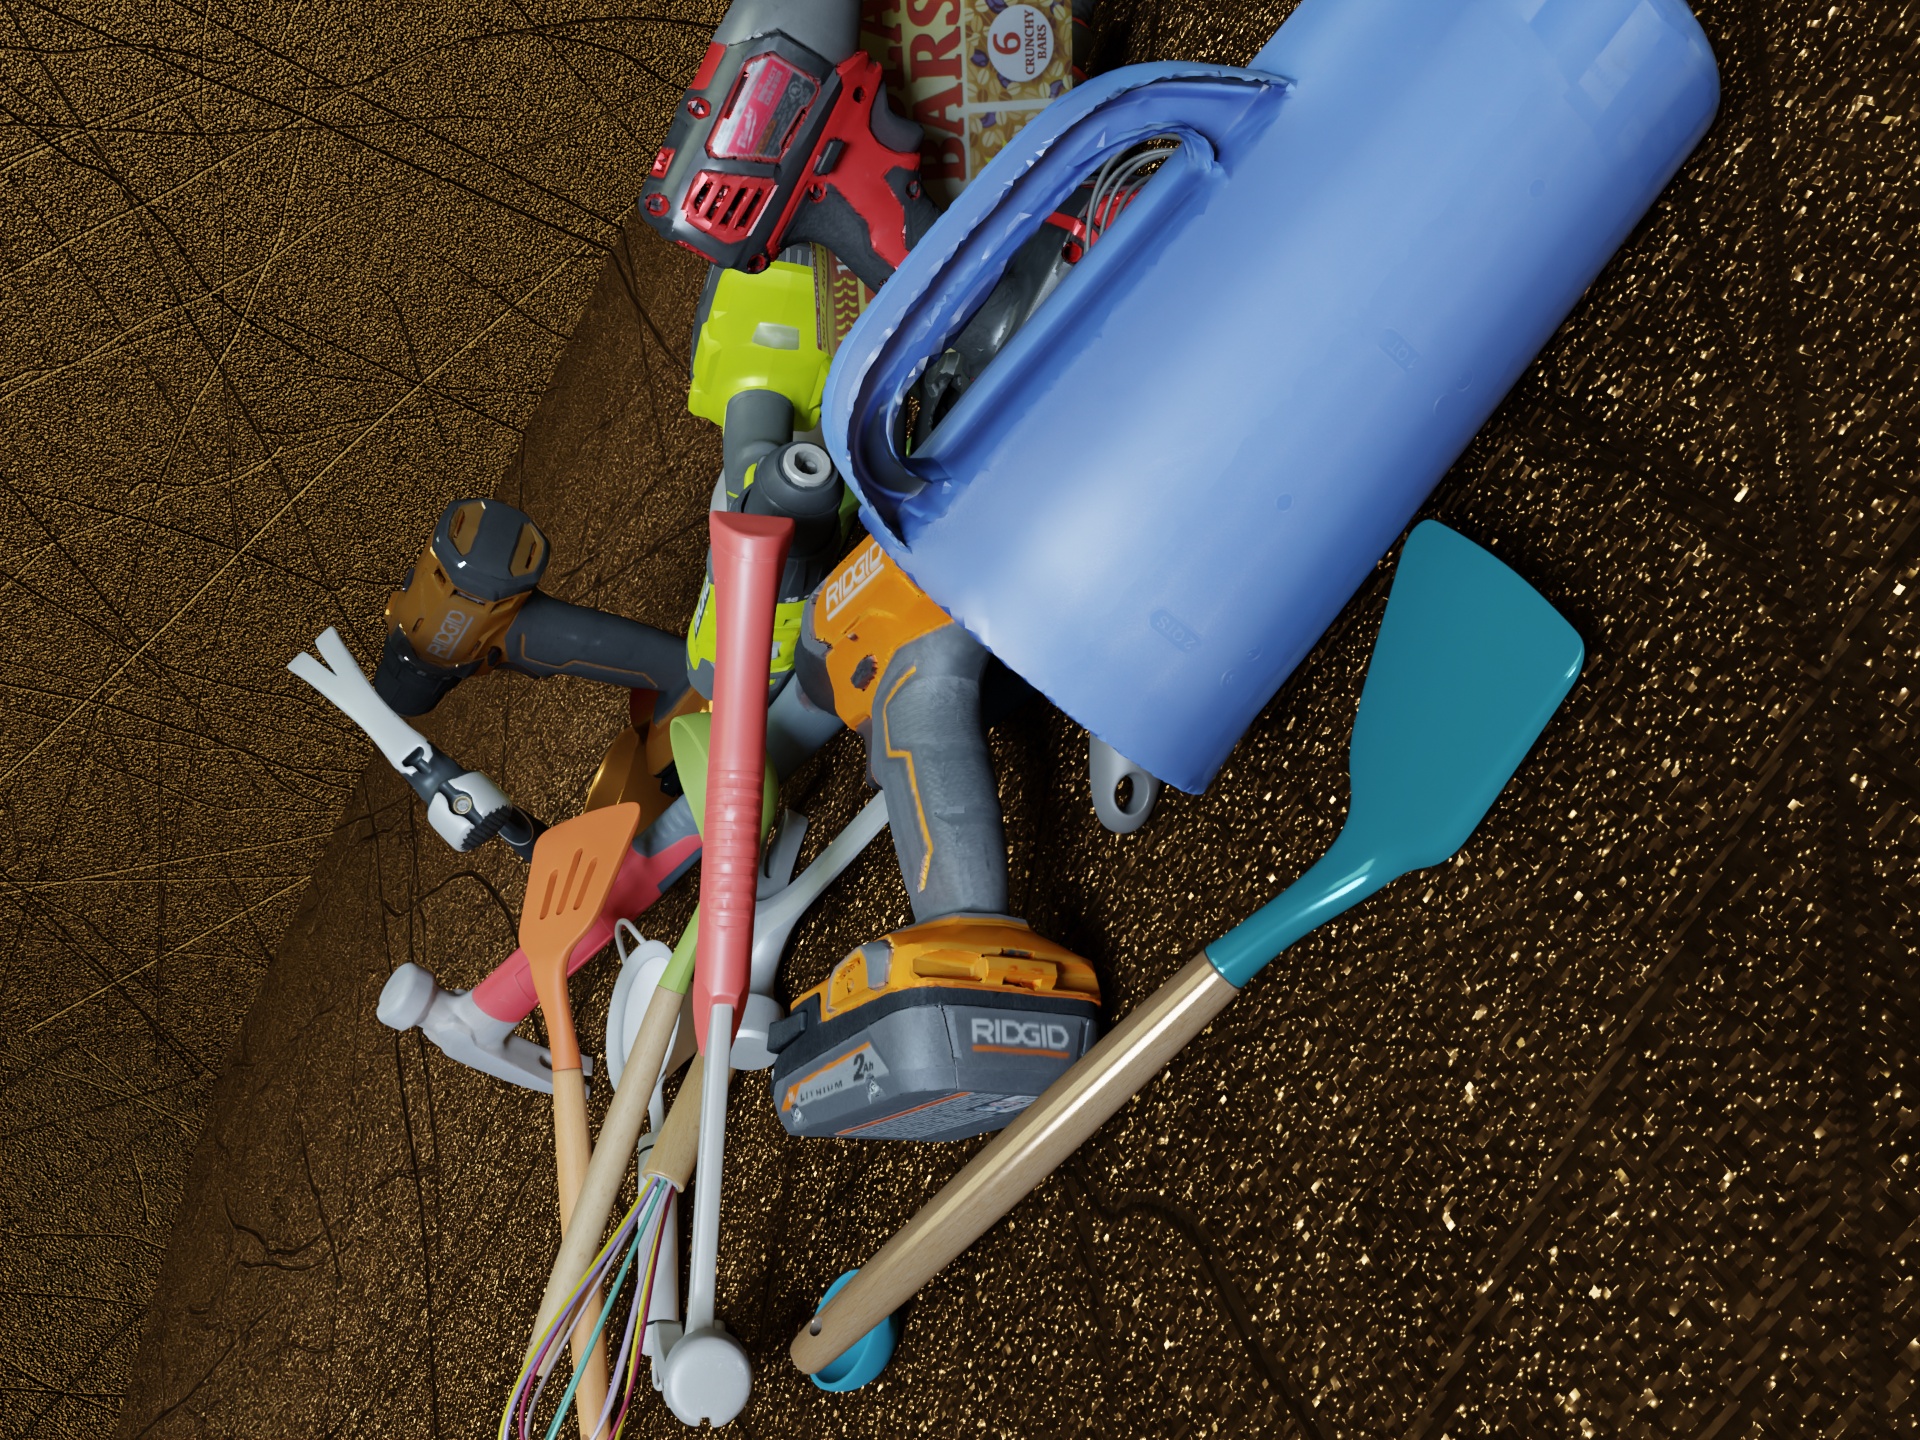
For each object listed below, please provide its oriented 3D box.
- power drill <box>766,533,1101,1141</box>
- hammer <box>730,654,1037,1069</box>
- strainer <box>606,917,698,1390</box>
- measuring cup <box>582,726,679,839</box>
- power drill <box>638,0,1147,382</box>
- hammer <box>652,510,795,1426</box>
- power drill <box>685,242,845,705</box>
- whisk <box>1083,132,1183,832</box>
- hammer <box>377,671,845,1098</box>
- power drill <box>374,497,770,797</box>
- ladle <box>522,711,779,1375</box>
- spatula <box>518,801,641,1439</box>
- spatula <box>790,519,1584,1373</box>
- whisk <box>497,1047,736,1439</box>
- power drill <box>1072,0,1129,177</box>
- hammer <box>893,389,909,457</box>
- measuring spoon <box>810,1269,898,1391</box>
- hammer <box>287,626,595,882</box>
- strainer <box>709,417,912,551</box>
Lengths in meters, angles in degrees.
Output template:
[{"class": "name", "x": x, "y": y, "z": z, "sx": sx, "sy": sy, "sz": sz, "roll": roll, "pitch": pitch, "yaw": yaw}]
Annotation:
[{"class": "power drill", "x": -0.020, "y": 0.035, "z": 0.590, "sx": 0.164, "sy": 0.084, "sz": 0.227, "roll": -35, "pitch": 51, "yaw": 53}, {"class": "hammer", "x": -0.001, "y": -0.002, "z": 0.688, "sx": 0.405, "sy": 0.035, "sz": 0.144, "roll": -47, "pitch": 31, "yaw": 37}, {"class": "strainer", "x": -0.153, "y": 0.211, "z": 0.809, "sx": 0.087, "sy": 0.050, "sz": 0.259, "roll": -49, "pitch": 35, "yaw": 33}, {"class": "measuring cup", "x": -0.205, "y": 0.078, "z": 1.023, "sx": 0.095, "sy": 0.052, "sz": 0.174, "roll": -54, "pitch": 28, "yaw": 26}, {"class": "power drill", "x": -0.013, "y": -0.231, "z": 0.691, "sx": 0.143, "sy": 0.219, "sz": 0.079, "roll": -62, "pitch": 24, "yaw": 11}, {"class": "hammer", "x": -0.098, "y": 0.090, "z": 0.663, "sx": 0.149, "sy": 0.036, "sz": 0.359, "roll": 141, "pitch": 132, "yaw": -74}, {"class": "power drill", "x": -0.100, "y": -0.144, "z": 0.840, "sx": 0.190, "sy": 0.080, "sz": 0.229, "roll": 121, "pitch": 150, "yaw": -57}, {"class": "whisk", "x": 0.062, "y": -0.079, "z": 0.548, "sx": 0.055, "sy": 0.055, "sz": 0.239, "roll": -168, "pitch": 80, "yaw": -66}, {"class": "hammer", "x": -0.163, "y": 0.089, "z": 0.896, "sx": 0.386, "sy": 0.143, "sz": 0.038, "roll": -41, "pitch": 34, "yaw": 25}, {"class": "power drill", "x": -0.231, "y": -0.027, "z": 0.951, "sx": 0.185, "sy": 0.226, "sz": 0.084, "roll": -41, "pitch": 34, "yaw": 45}, {"class": "ladle", "x": -0.159, "y": 0.151, "z": 0.761, "sx": 0.078, "sy": 0.062, "sz": 0.320, "roll": 1, "pitch": 71, "yaw": 68}, {"class": "spatula", "x": -0.188, "y": 0.200, "z": 0.799, "sx": 0.081, "sy": 0.041, "sz": 0.323, "roll": -18, "pitch": 72, "yaw": 31}, {"class": "spatula", "x": 0.050, "y": 0.083, "z": 0.457, "sx": 0.317, "sy": 0.044, "sz": 0.082, "roll": -47, "pitch": 32, "yaw": 13}, {"class": "whisk", "x": -0.144, "y": 0.235, "z": 0.734, "sx": 0.051, "sy": 0.047, "sz": 0.245, "roll": 100, "pitch": -171, "yaw": -53}, {"class": "power drill", "x": 0.069, "y": -0.377, "z": 0.836, "sx": 0.226, "sy": 0.080, "sz": 0.188, "roll": -68, "pitch": 23, "yaw": 3}, {"class": "hammer", "x": -0.037, "y": -0.266, "z": 0.881, "sx": 0.146, "sy": 0.035, "sz": 0.335, "roll": 118, "pitch": 157, "yaw": -57}, {"class": "measuring spoon", "x": -0.008, "y": 0.191, "z": 0.561, "sx": 0.128, "sy": 0.021, "sz": 0.042, "roll": -49, "pitch": 27, "yaw": 16}, {"class": "hammer", "x": -0.287, "y": 0.057, "z": 0.982, "sx": 0.036, "sy": 0.149, "sz": 0.408, "roll": -45, "pitch": -11, "yaw": -12}, {"class": "strainer", "x": -0.099, "y": -0.144, "z": 0.976, "sx": 0.256, "sy": 0.069, "sz": 0.151, "roll": -11, "pitch": 59, "yaw": 64}]
